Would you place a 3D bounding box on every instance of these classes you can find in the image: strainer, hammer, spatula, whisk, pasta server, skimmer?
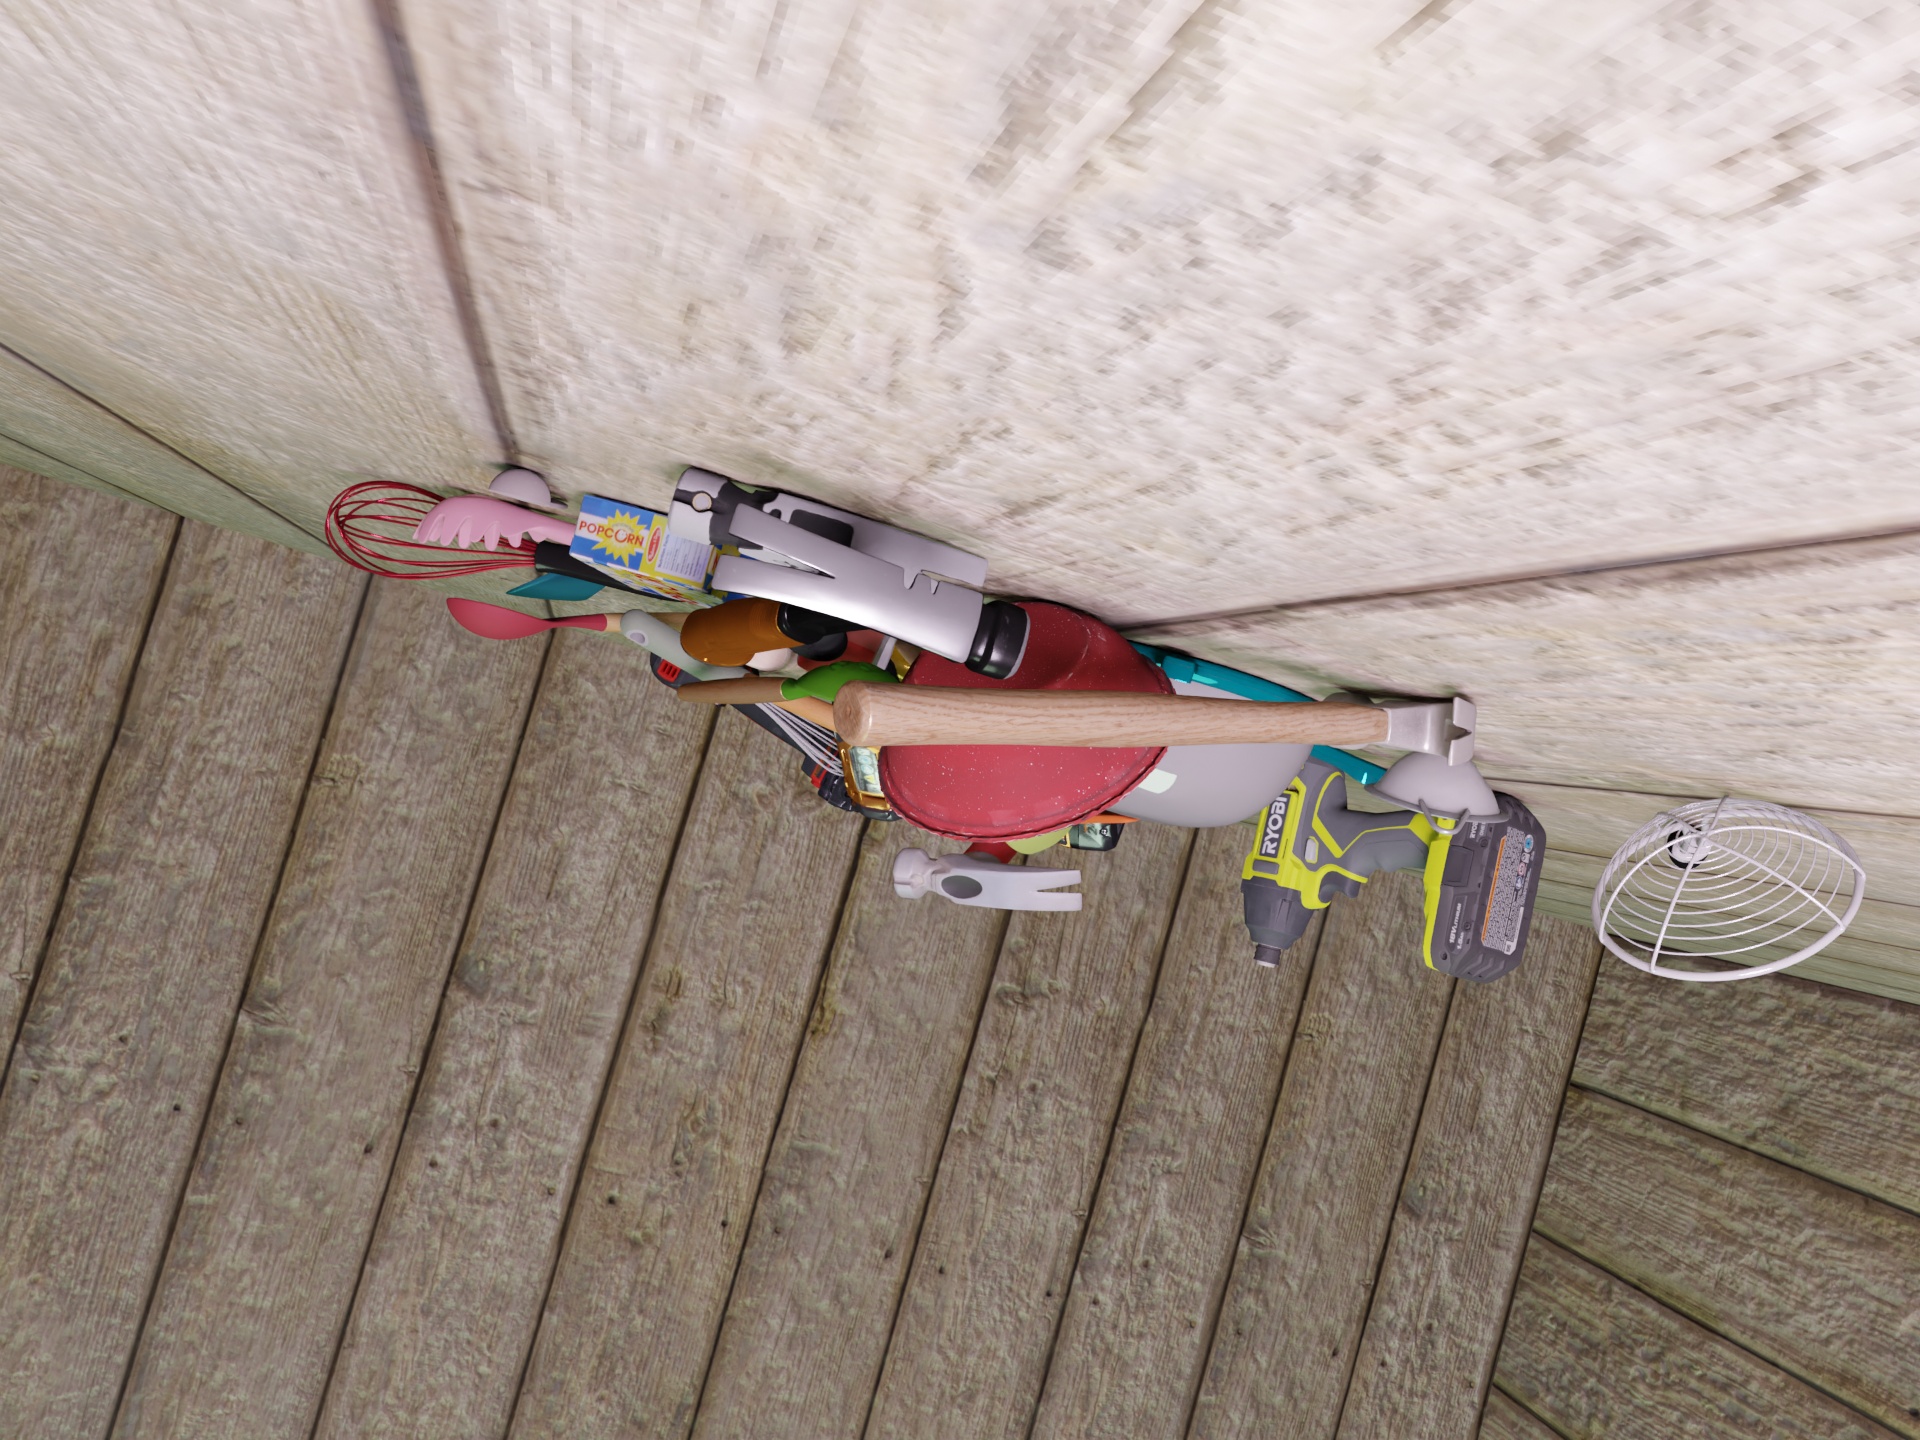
[{"bbox_3d":[0.164,0.031,1.026,0.340,0.095,0.211,20,175,-39],"label":"strainer"},{"bbox_3d":[-0.131,-0.050,1.294,0.146,0.038,0.410,27,-179,9],"label":"hammer"},{"bbox_3d":[-0.015,0.019,1.111,0.323,0.041,0.081,22,-163,19],"label":"spatula"},{"bbox_3d":[-0.091,-0.049,0.763,0.127,0.034,0.337,18,174,-21],"label":"hammer"},{"bbox_3d":[0.078,0.068,1.338,0.143,0.038,0.386,3,-162,19],"label":"hammer"},{"bbox_3d":[-0.073,-0.067,0.877,0.146,0.035,0.335,16,174,-3],"label":"hammer"},{"bbox_3d":[0.101,0.000,0.728,0.331,0.031,0.130,1,-178,-28],"label":"hammer"},{"bbox_3d":[-0.160,-0.022,1.263,0.246,0.059,0.058,31,140,-21],"label":"whisk"},{"bbox_3d":[-0.321,-0.121,1.150,0.296,0.073,0.073,10,176,8],"label":"whisk"},{"bbox_3d":[-0.217,-0.106,1.059,0.316,0.040,0.060,14,-175,12],"label":"pasta server"},{"bbox_3d":[-0.211,-0.093,1.208,0.318,0.044,0.082,12,-174,34],"label":"spatula"},{"bbox_3d":[0.301,0.040,1.030,0.087,0.050,0.258,11,-178,9],"label":"strainer"},{"bbox_3d":[0.435,0.099,0.923,0.127,0.090,0.363,-19,166,20],"label":"skimmer"}]

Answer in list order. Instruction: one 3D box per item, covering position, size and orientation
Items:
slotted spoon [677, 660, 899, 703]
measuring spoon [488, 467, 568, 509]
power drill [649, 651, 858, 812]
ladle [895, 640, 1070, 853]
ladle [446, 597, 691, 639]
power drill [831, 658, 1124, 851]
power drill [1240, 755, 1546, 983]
[{"bbox_3d":[-0.129,-0.022,1.085,0.070,0.031,0.314,3,178,-32],"label":"slotted spoon"},{"bbox_3d":[-0.248,-0.136,0.935,0.034,0.018,0.124,14,-176,-4],"label":"measuring spoon"},{"bbox_3d":[-0.160,-0.007,1.439,0.227,0.080,0.188,31,-179,11],"label":"power drill"},{"bbox_3d":[-0.002,-0.003,0.975,0.078,0.062,0.320,61,172,-23],"label":"ladle"},{"bbox_3d":[-0.271,-0.081,1.293,0.069,0.031,0.315,7,-174,42],"label":"ladle"},{"bbox_3d":[0.008,0.006,1.178,0.226,0.084,0.185,8,135,19],"label":"power drill"},{"bbox_3d":[0.317,0.120,1.216,0.080,0.171,0.223,18,173,-40],"label":"power drill"}]
